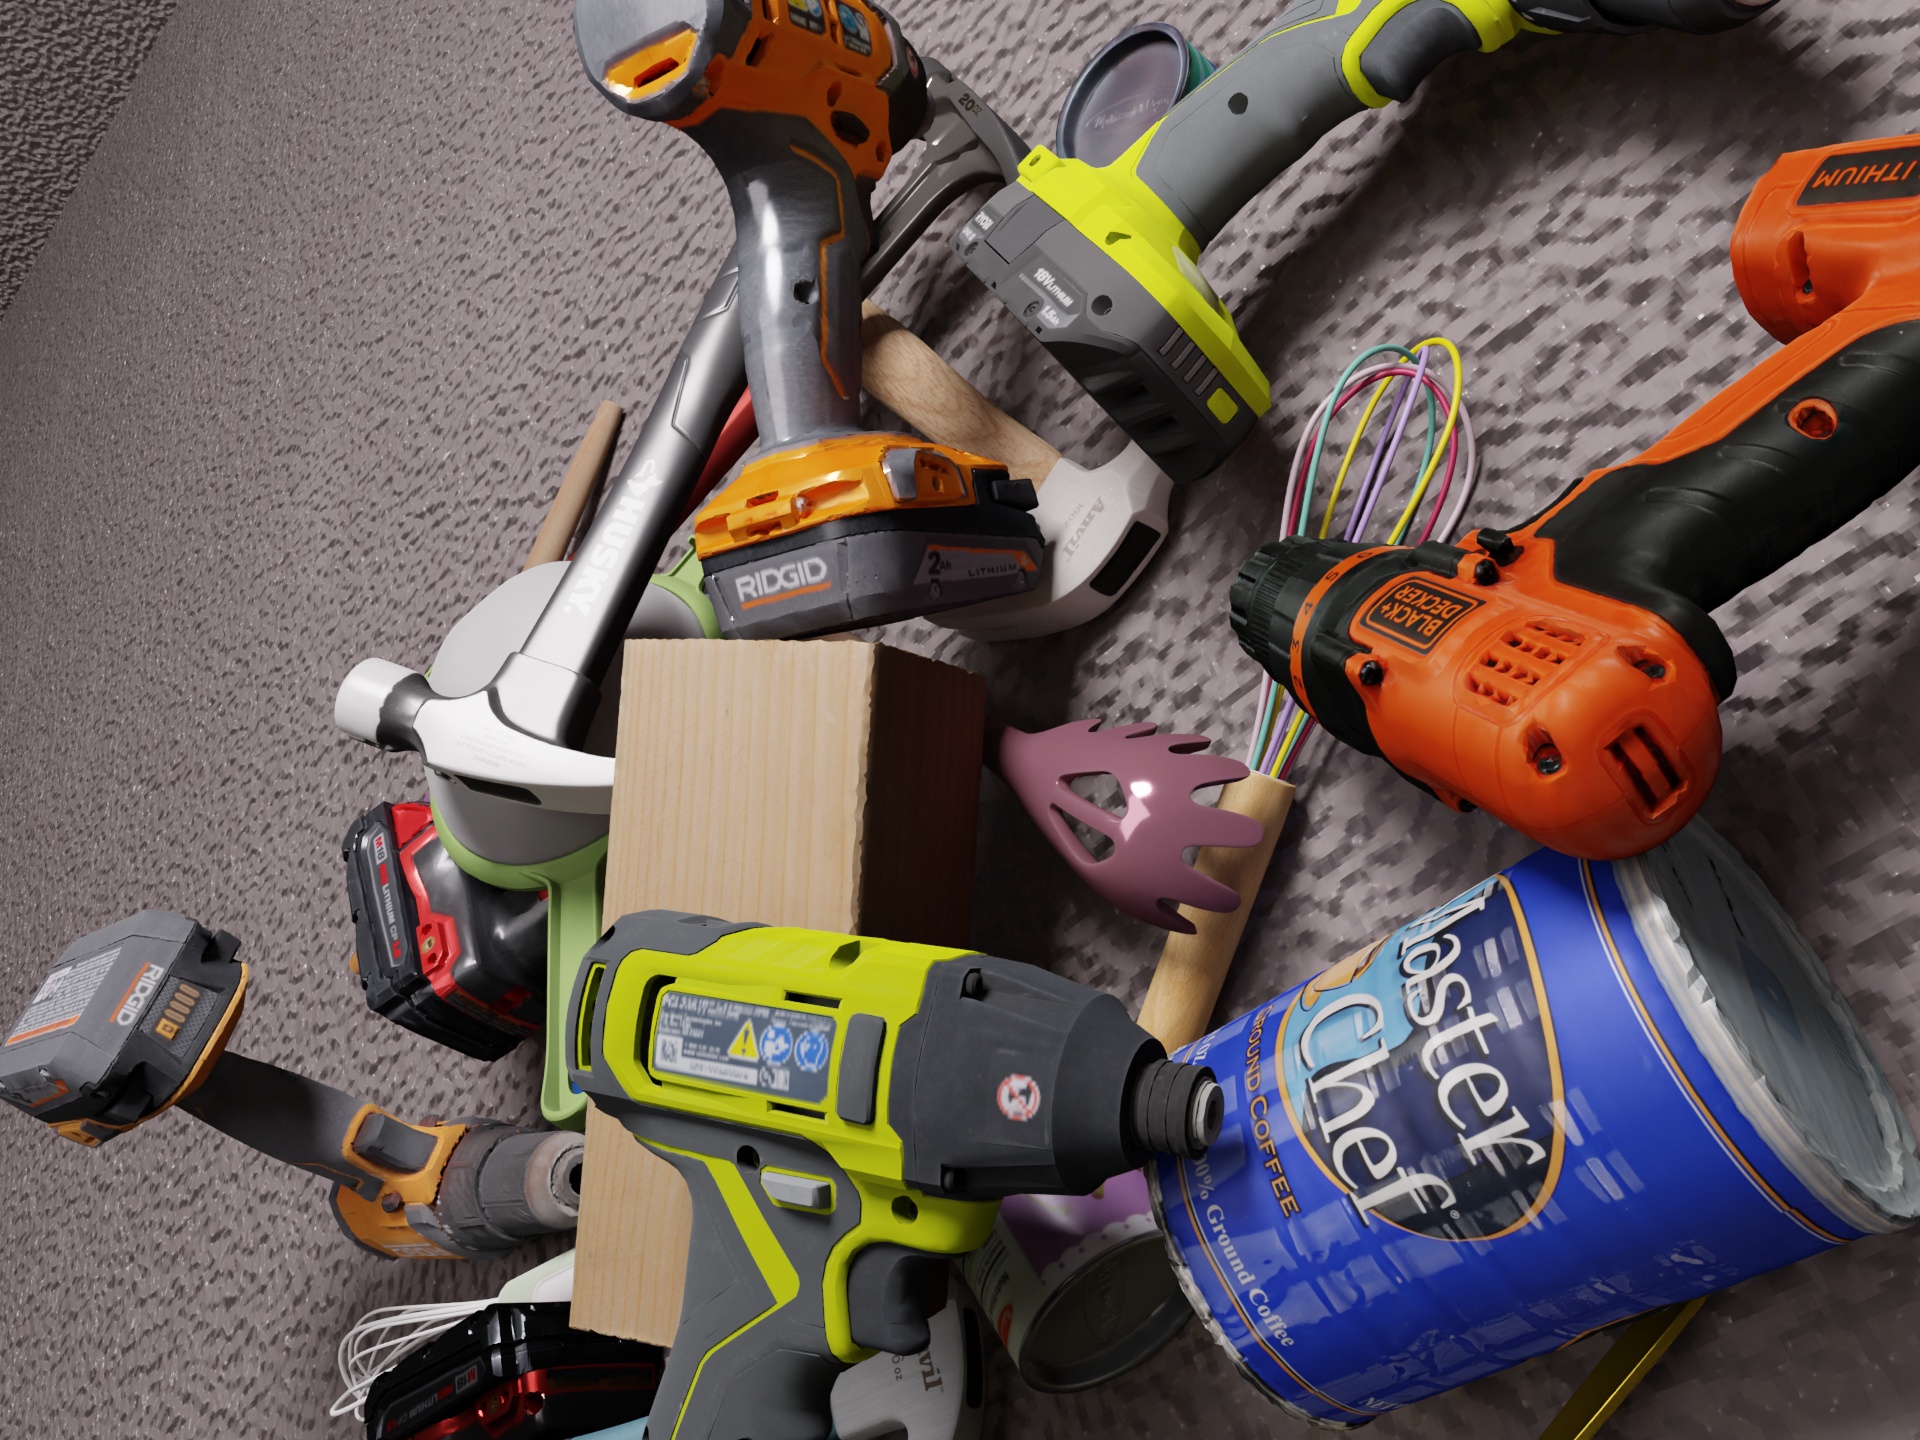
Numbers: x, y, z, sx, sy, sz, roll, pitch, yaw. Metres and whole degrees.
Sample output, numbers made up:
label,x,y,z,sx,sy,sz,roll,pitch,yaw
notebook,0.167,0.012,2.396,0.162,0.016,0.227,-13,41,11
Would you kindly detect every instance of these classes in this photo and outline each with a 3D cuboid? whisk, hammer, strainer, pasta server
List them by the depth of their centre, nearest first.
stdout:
label,x,y,z,sx,sy,sz,roll,pitch,yaw
whisk,0.102,-0.003,0.492,0.047,0.051,0.245,23,94,43
hammer,-0.145,0.267,0.554,0.331,0.033,0.128,-23,58,10
pasta server,-0.001,-0.002,0.589,0.316,0.040,0.060,31,107,59
strainer,-0.164,0.029,0.614,0.151,0.069,0.257,-22,51,15
hammer,-0.100,-0.118,0.619,0.146,0.035,0.335,18,71,14
hammer,-0.019,-0.142,0.686,0.130,0.031,0.332,-56,42,13
whisk,-0.200,0.262,0.703,0.246,0.059,0.058,-33,91,29
hammer,-0.103,-0.125,0.708,0.359,0.036,0.149,-44,44,19

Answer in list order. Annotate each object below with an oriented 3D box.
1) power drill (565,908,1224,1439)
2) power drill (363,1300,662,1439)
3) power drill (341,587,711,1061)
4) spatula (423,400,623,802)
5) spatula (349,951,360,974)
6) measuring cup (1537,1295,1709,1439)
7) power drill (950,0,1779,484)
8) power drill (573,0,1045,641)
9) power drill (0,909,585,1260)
label,x,y,z,sx,sy,sz,roll,pitch,yaw
power drill,-0.028,0.165,0.385,0.171,0.080,0.223,3,83,30
power drill,-0.174,0.361,0.614,0.188,0.080,0.227,-39,52,30
power drill,-0.159,0.038,0.698,0.219,0.078,0.143,-35,50,9
spatula,-0.249,-0.035,0.866,0.060,0.018,0.316,-15,52,66
spatula,-0.258,0.043,0.858,0.322,0.041,0.081,-44,41,27
measuring cup,0.144,0.189,0.374,0.029,0.062,0.156,38,91,13
power drill,0.118,-0.187,0.490,0.228,0.080,0.191,-44,36,11
power drill,-0.040,-0.147,0.555,0.084,0.164,0.226,-11,93,31
power drill,-0.274,0.170,0.687,0.185,0.226,0.084,-18,42,43
